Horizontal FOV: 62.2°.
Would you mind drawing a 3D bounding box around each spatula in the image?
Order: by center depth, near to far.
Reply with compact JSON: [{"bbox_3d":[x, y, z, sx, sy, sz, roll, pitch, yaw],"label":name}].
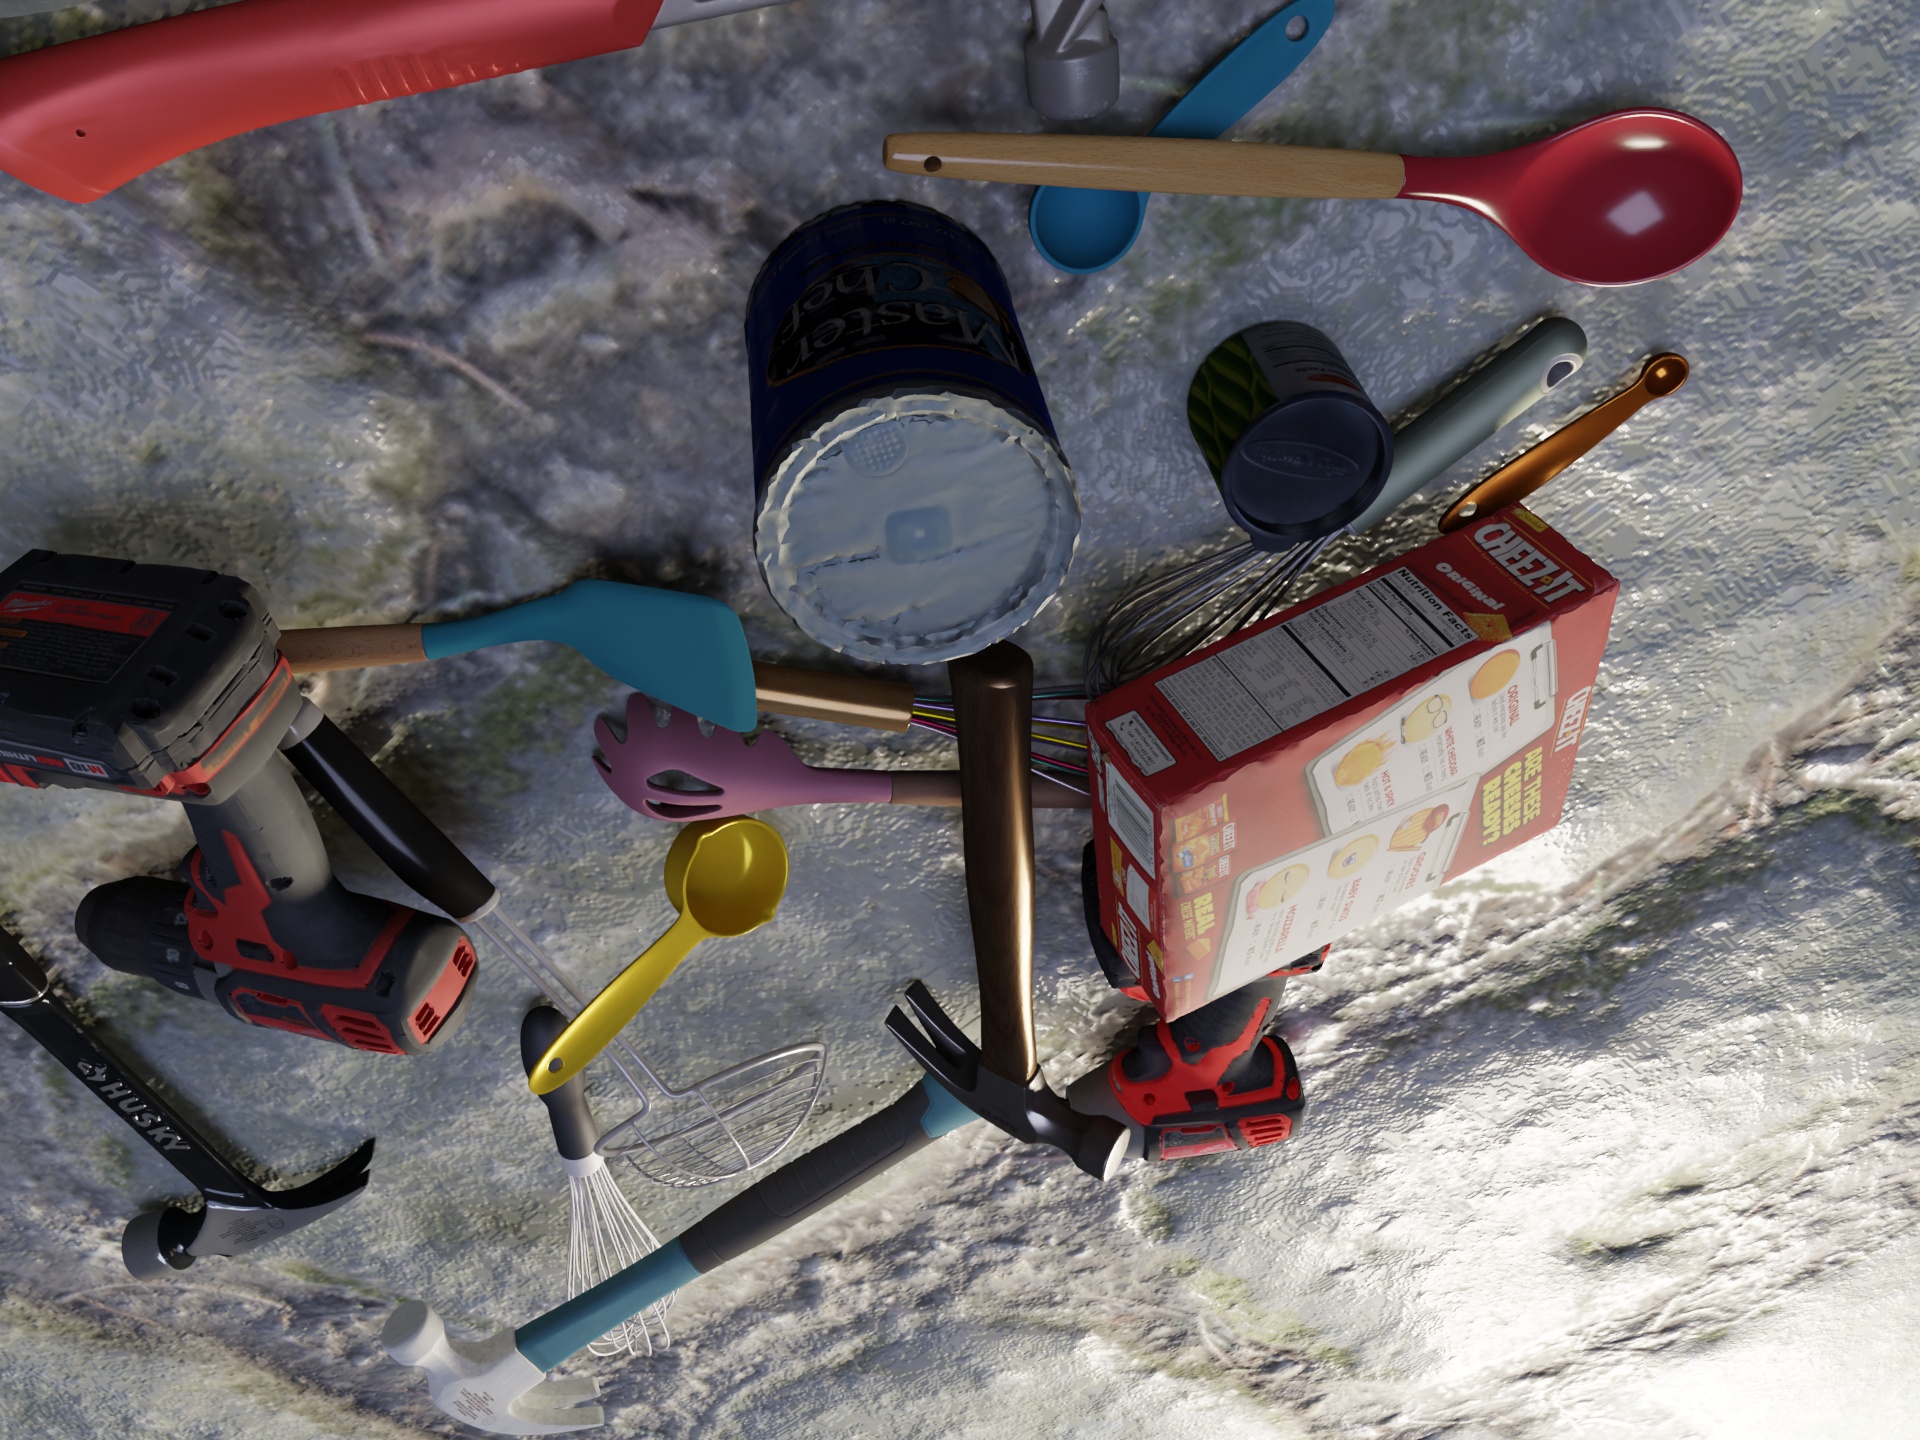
[{"bbox_3d":[-0.243,-0.023,0.641,0.317,0.044,0.082,-5,143,-4],"label":"spatula"}]

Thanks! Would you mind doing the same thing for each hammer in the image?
[{"bbox_3d":[-0.129,-0.229,0.487,0.359,0.037,0.149,-11,133,0],"label":"hammer"},{"bbox_3d":[0.017,0.092,0.733,0.130,0.031,0.331,21,139,25],"label":"hammer"},{"bbox_3d":[-0.432,0.137,0.752,0.149,0.036,0.408,-17,130,4],"label":"hammer"},{"bbox_3d":[-0.137,0.286,0.874,0.331,0.033,0.128,-30,124,-4],"label":"hammer"}]

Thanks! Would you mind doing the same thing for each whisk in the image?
[{"bbox_3d":[0.149,-0.081,0.656,0.246,0.059,0.057,-38,146,15],"label":"whisk"},{"bbox_3d":[-0.001,-0.002,0.700,0.245,0.047,0.051,9,129,-12],"label":"whisk"},{"bbox_3d":[-0.206,0.261,0.885,0.070,0.070,0.284,-7,126,-4],"label":"whisk"}]

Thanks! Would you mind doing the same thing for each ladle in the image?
[{"bbox_3d":[0.128,-0.189,0.555,0.315,0.031,0.069,-2,135,-14],"label":"ladle"}]

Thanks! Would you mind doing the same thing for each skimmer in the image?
[{"bbox_3d":[-0.189,0.108,0.753,0.127,0.090,0.362,-29,123,8],"label":"skimmer"}]

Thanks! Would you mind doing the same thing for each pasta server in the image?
[{"bbox_3d":[-0.008,0.026,0.735,0.316,0.040,0.060,2,130,-16],"label":"pasta server"}]

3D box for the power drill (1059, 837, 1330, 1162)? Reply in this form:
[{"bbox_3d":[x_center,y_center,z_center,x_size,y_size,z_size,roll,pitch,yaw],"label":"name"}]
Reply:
[{"bbox_3d":[0.115,0.155,0.834,0.143,0.079,0.219,-6,134,-4],"label":"power drill"}]

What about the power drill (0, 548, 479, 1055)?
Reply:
[{"bbox_3d":[-0.309,0.044,0.625,0.188,0.080,0.226,8,139,18],"label":"power drill"}]

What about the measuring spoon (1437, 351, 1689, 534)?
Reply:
[{"bbox_3d":[0.250,-0.116,0.668,0.117,0.011,0.021,-37,127,25],"label":"measuring spoon"}]

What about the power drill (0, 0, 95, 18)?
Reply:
[{"bbox_3d":[-0.354,-0.261,0.400,0.223,0.080,0.171,-10,125,-5],"label":"power drill"}]

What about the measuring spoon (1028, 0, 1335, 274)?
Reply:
[{"bbox_3d":[0.075,-0.209,0.557,0.128,0.021,0.042,-39,125,11],"label":"measuring spoon"}]

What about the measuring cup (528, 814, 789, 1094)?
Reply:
[{"bbox_3d":[-0.142,0.104,0.723,0.156,0.029,0.062,-47,128,-17],"label":"measuring cup"}]
